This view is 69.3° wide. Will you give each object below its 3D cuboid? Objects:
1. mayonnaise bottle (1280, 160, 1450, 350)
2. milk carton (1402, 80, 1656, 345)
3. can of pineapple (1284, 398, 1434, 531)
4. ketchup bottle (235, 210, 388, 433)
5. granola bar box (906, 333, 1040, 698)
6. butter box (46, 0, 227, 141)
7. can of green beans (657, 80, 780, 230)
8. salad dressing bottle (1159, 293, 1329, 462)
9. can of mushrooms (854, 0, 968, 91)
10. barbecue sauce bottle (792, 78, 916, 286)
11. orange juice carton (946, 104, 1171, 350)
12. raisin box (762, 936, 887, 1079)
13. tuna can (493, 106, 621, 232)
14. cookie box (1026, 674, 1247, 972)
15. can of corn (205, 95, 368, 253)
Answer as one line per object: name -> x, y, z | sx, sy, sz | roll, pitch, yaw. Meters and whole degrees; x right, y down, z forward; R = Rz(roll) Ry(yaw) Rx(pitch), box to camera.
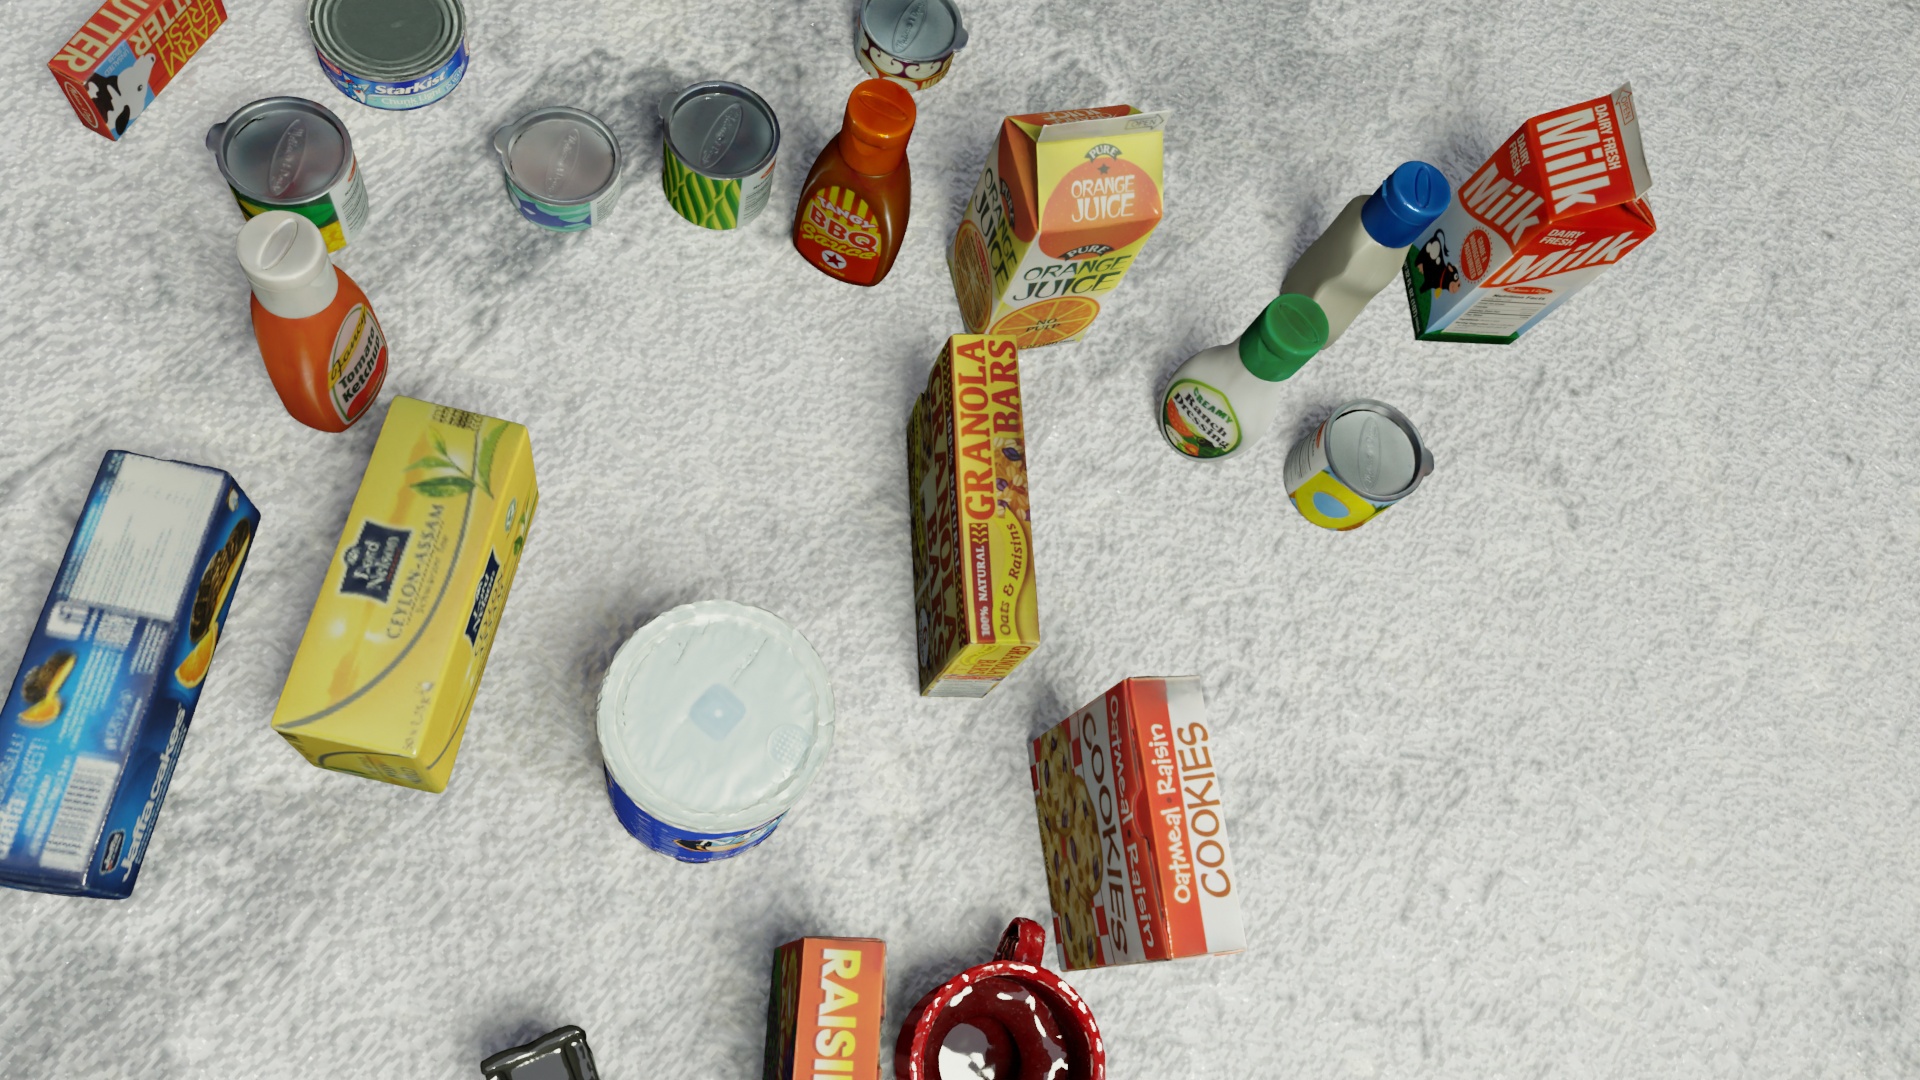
mayonnaise bottle -> 0.242, -0.173, 0.840 | 0.041, 0.147, 0.065 | 13, 69, -9
milk carton -> 0.354, -0.194, 0.852 | 0.073, 0.190, 0.072 | 1, 71, -13
can of pineapple -> 0.240, -0.044, 0.843 | 0.071, 0.057, 0.071 | 4, 70, -12
ketchup bottle -> -0.319, -0.108, 0.683 | 0.043, 0.148, 0.065 | 21, 68, -6
granola bar box -> 0.003, -0.009, 0.739 | 0.039, 0.123, 0.166 | 1, 71, -13
butter box -> -0.449, -0.275, 0.763 | 0.024, 0.053, 0.104 | 28, 67, -3
can of green beans -> -0.142, -0.225, 0.816 | 0.071, 0.057, 0.071 | 4, 70, -12
salad dressing bottle -> 0.160, -0.092, 0.793 | 0.044, 0.147, 0.064 | -41, 85, -22
can of mushrooms -> -0.032, -0.323, 0.890 | 0.071, 0.033, 0.071 | 4, 70, -12
barbecue sauce bottle -> -0.056, -0.200, 0.778 | 0.065, 0.148, 0.044 | 27, 68, -3
orange juice carton -> 0.052, -0.178, 0.773 | 0.072, 0.192, 0.073 | -10, 74, -16
raisin box -> -0.064, 0.229, 0.639 | 0.040, 0.123, 0.086 | 7, 70, -11
tuna can -> -0.233, -0.215, 0.804 | 0.071, 0.032, 0.071 | 4, 70, -12
cookie box -> 0.079, 0.144, 0.680 | 0.040, 0.166, 0.123 | -3, 72, -14
can of corn -> -0.363, -0.196, 0.753 | 0.071, 0.058, 0.071 | 4, 70, -12
